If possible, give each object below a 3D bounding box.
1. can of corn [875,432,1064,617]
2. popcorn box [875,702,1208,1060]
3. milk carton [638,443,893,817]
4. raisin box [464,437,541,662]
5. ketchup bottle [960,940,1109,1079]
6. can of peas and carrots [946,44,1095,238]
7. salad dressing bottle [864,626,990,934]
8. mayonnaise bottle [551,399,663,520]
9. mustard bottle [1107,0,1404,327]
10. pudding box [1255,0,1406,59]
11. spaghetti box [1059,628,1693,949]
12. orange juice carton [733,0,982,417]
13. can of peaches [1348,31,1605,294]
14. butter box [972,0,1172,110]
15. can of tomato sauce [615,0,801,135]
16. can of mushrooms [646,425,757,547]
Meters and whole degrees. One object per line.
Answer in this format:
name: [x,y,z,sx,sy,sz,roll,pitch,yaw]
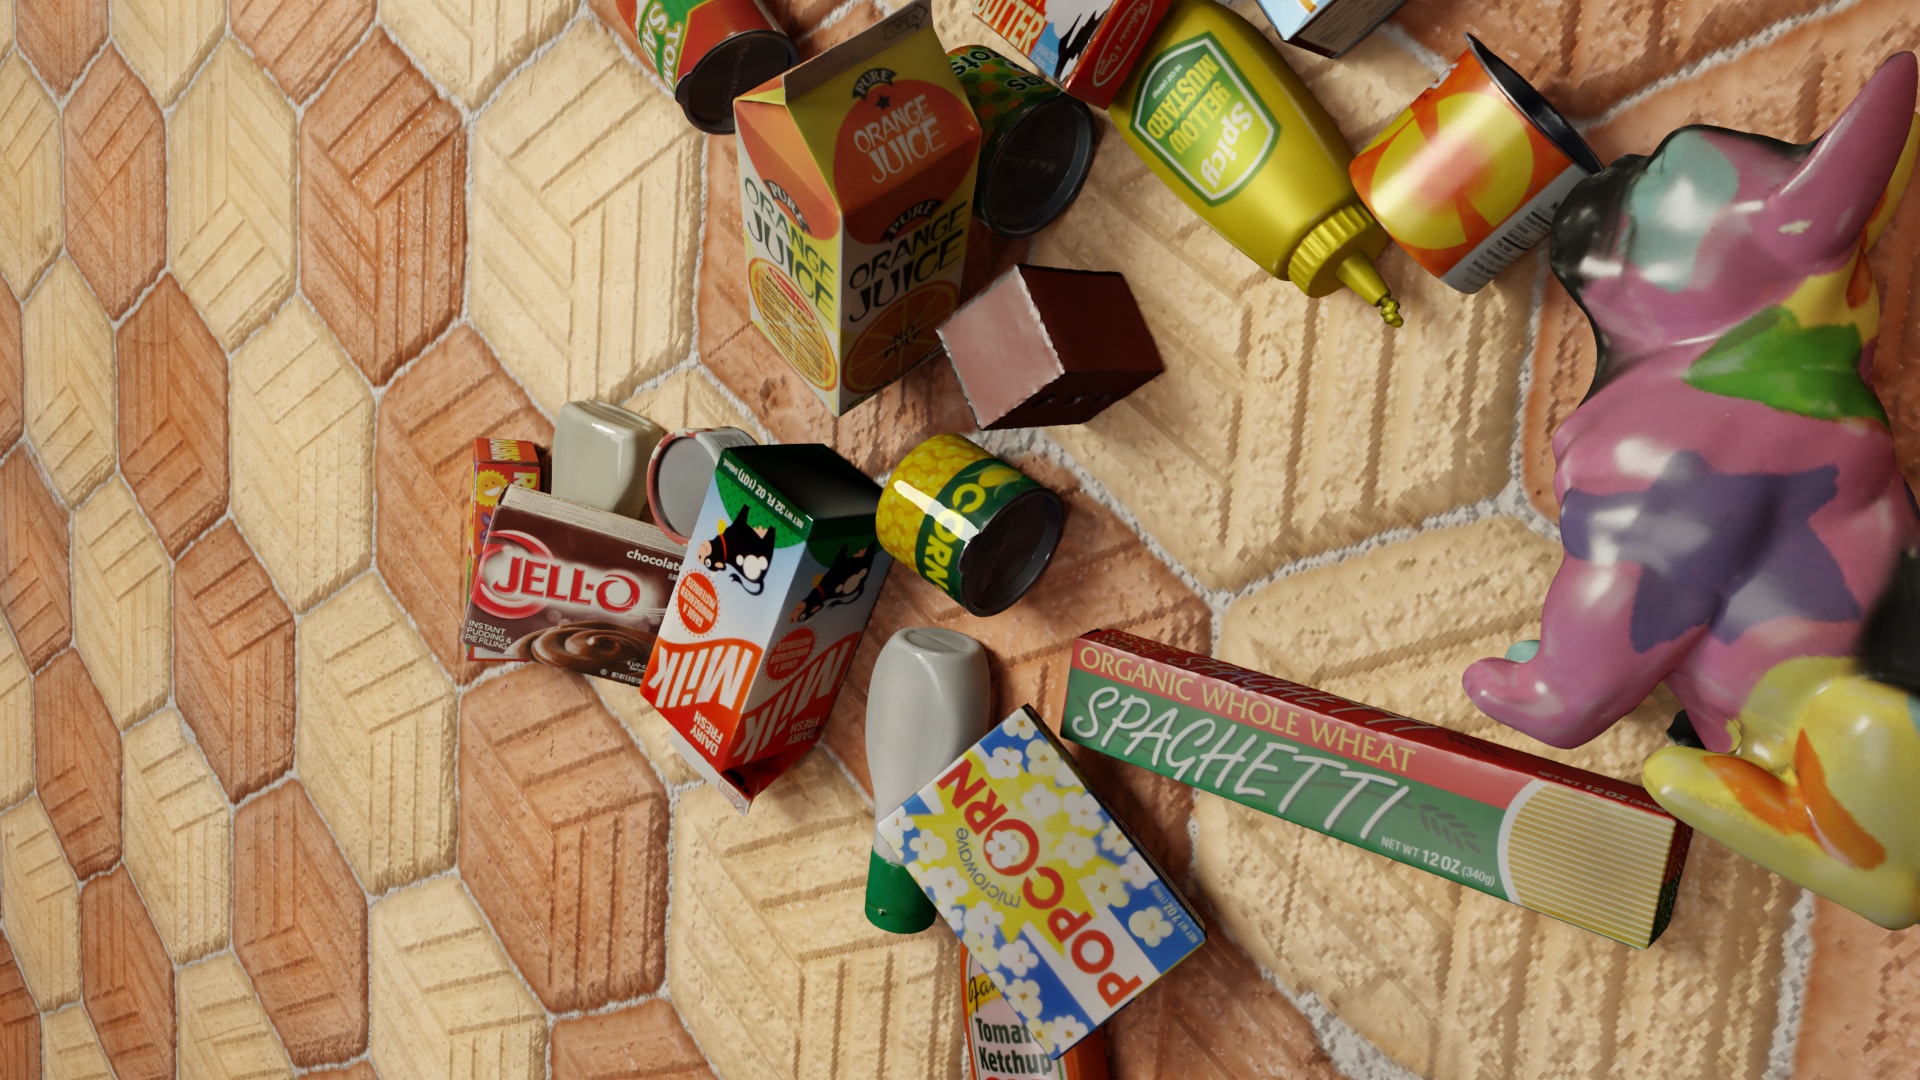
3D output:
can of corn: [0.002,-0.008,0.631,0.058,0.071,0.071,34,114,32]
popcorn box: [0.035,0.146,0.605,0.085,0.038,0.127,-40,80,4]
milk carton: [-0.104,0.050,0.719,0.072,0.073,0.189,38,116,29]
raisin box: [-0.282,0.004,0.856,0.086,0.040,0.123,-146,61,-67]
ketchup bottle: [0.028,0.195,0.647,0.064,0.043,0.149,-12,86,35]
can of peas and carrots: [0.016,-0.177,0.607,0.059,0.071,0.070,40,117,29]
salad dressing bottle: [-0.021,0.118,0.679,0.064,0.044,0.147,20,107,40]
mayonnaise bottle: [-0.219,-0.006,0.826,0.065,0.041,0.147,23,110,23]
mustard bottle: [0.120,-0.143,0.539,0.065,0.049,0.160,-49,65,32]
pudding box: [0.153,-0.216,0.506,0.083,0.050,0.030,-38,73,35]
spaghetti box: [0.149,0.089,0.551,0.250,0.029,0.050,15,103,36]
orange juice carton: [-0.045,-0.142,0.588,0.073,0.072,0.191,48,159,17]
can of peaches: [0.177,-0.130,0.484,0.057,0.071,0.071,-45,67,33]
butter box: [0.043,-0.219,0.565,0.053,0.024,0.104,-57,37,21]
can of tomato sauce: [-0.132,-0.262,0.715,0.071,0.071,0.083,-46,66,32]
can of mushrooms: [-0.141,-0.029,0.767,0.071,0.033,0.071,5,98,37]
